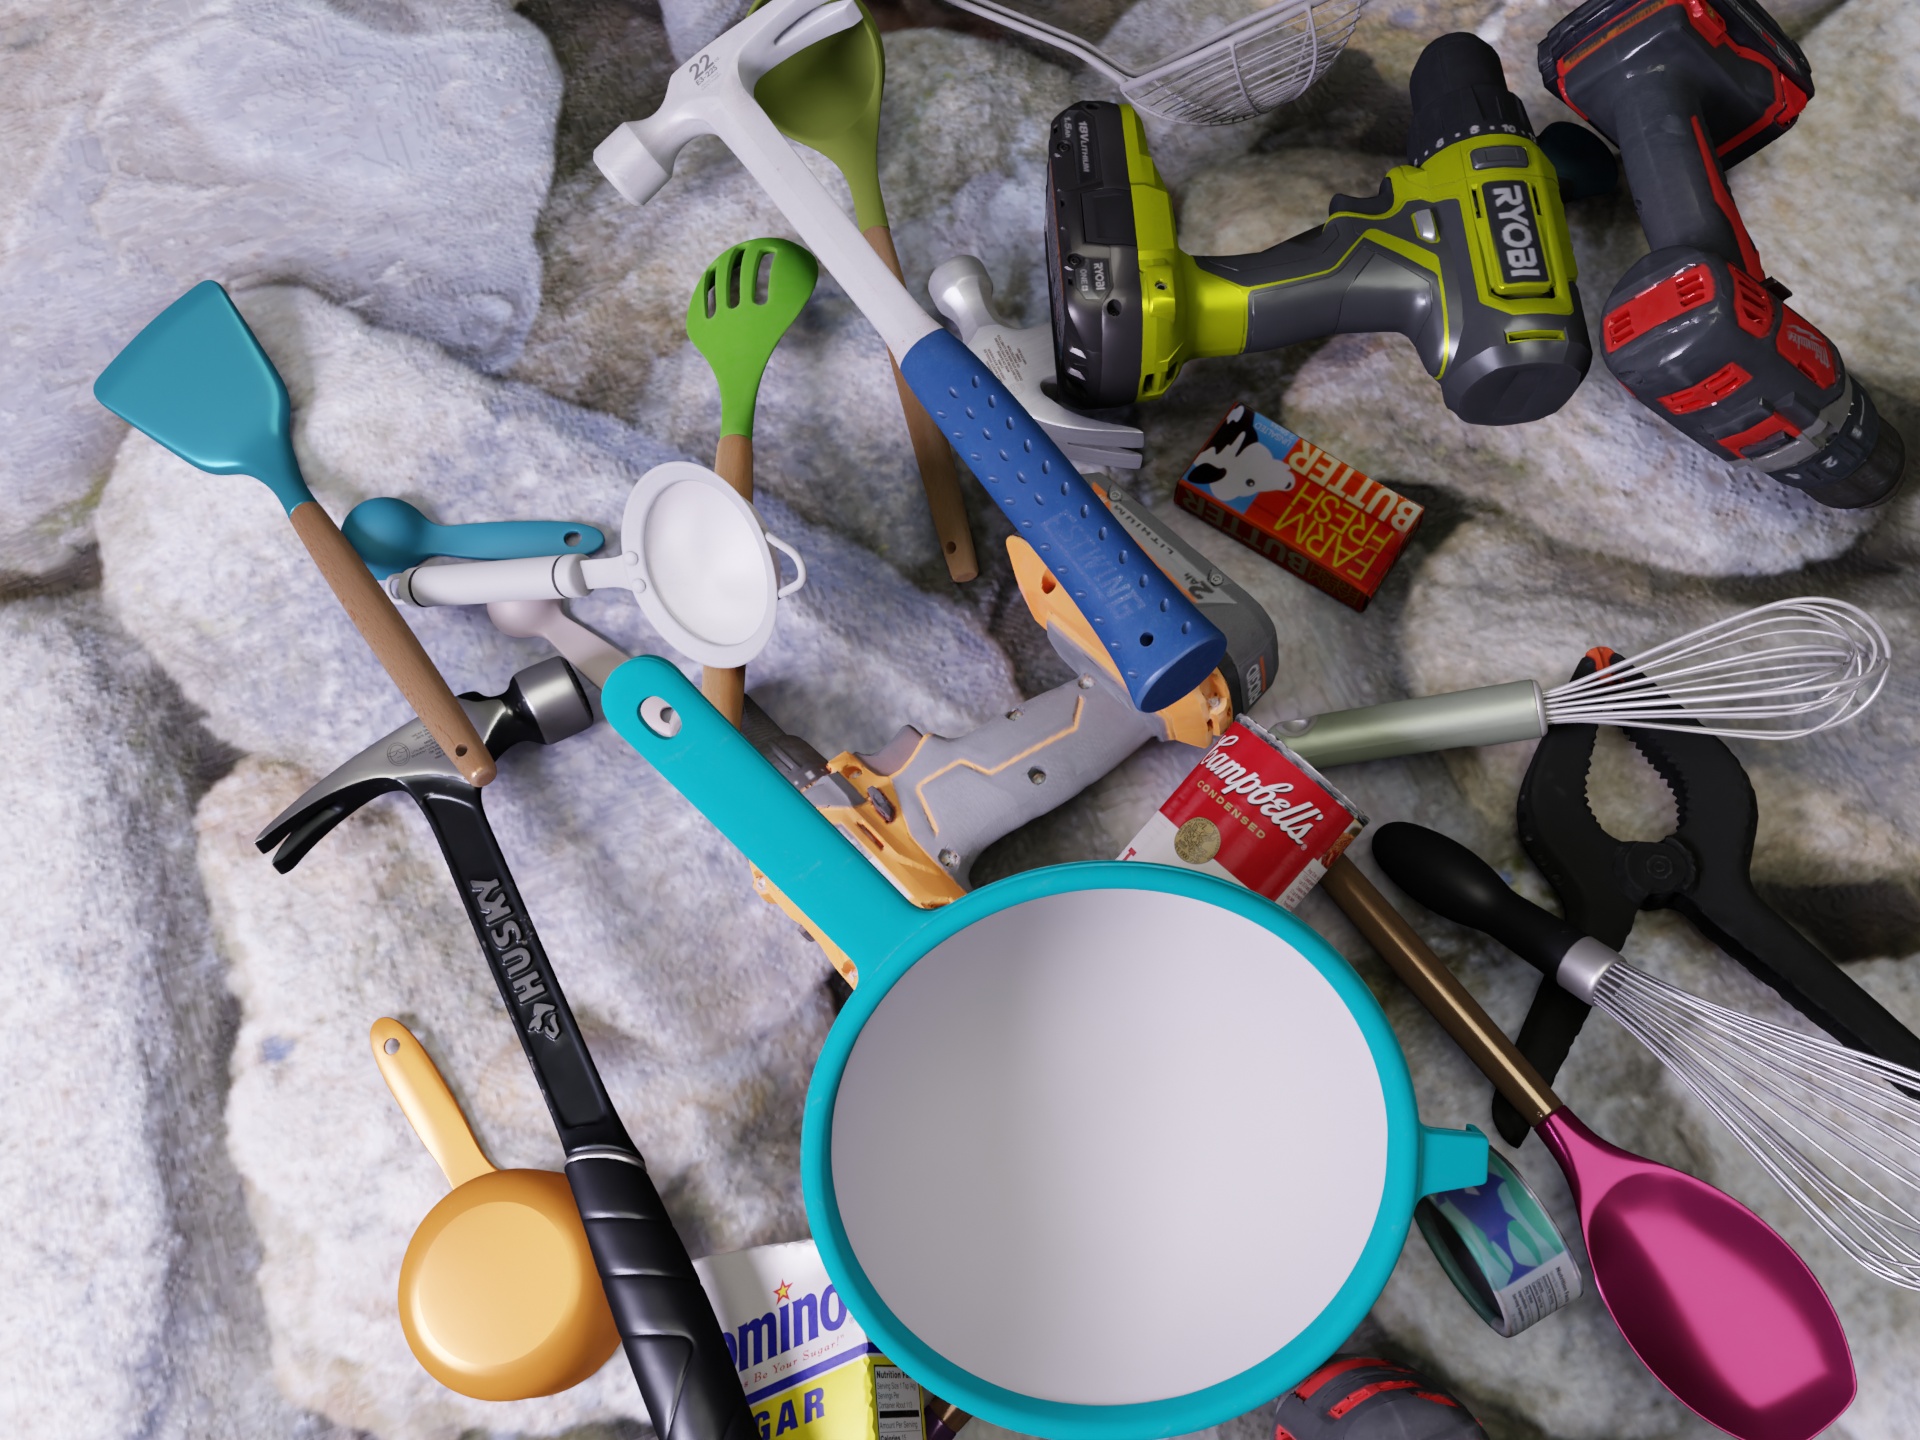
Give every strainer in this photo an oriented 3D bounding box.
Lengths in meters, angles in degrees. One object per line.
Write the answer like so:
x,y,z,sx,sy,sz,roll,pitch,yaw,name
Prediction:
-0.159,-0.065,0.684,0.258,0.050,0.086,-1,110,30,strainer
0.007,0.098,0.574,0.211,0.095,0.340,-44,96,8,strainer

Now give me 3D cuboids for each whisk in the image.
0.260,0.110,0.586,0.070,0.070,0.285,-41,43,-11,whisk
0.248,-0.006,0.658,0.246,0.058,0.059,-10,111,19,whisk

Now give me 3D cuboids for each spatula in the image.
-0.295,-0.082,0.721,0.082,0.044,0.318,-43,62,0,spatula
0.009,0.251,0.621,0.060,0.018,0.316,42,78,17,spatula

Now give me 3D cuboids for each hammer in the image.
-0.017,-0.170,0.682,0.144,0.035,0.406,-40,64,9,hammer
0.160,-0.219,0.769,0.331,0.033,0.128,-22,70,-5,hammer
-0.148,0.154,0.607,0.149,0.036,0.409,-25,60,-13,hammer

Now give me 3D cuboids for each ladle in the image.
-0.043,-0.216,0.768,0.078,0.062,0.320,-25,71,33,ladle

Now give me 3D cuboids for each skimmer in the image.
0.025,-0.390,0.806,0.363,0.090,0.127,27,42,14,skimmer

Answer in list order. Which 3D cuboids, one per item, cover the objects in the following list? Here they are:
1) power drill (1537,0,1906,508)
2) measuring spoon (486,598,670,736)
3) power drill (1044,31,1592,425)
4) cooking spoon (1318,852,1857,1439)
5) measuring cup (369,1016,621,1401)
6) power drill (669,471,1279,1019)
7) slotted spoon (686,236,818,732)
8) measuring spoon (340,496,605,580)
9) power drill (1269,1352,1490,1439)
0.346,-0.208,0.707,0.187,0.080,0.227,20,59,-33,power drill
-0.169,-0.031,0.728,0.124,0.018,0.034,36,76,13,measuring spoon
0.155,-0.224,0.714,0.228,0.080,0.191,-3,69,-1,power drill
0.213,0.135,0.626,0.069,0.017,0.319,-37,64,-3,cooking spoon
-0.199,0.188,0.634,0.095,0.052,0.174,-35,75,-9,measuring cup
-0.001,-0.002,0.679,0.226,0.084,0.185,-43,66,-6,power drill
-0.100,-0.104,0.715,0.070,0.031,0.314,-11,60,18,slotted spoon
-0.232,-0.089,0.748,0.128,0.021,0.042,1,71,5,measuring spoon
0.166,0.325,0.530,0.078,0.143,0.220,-18,78,-5,power drill
